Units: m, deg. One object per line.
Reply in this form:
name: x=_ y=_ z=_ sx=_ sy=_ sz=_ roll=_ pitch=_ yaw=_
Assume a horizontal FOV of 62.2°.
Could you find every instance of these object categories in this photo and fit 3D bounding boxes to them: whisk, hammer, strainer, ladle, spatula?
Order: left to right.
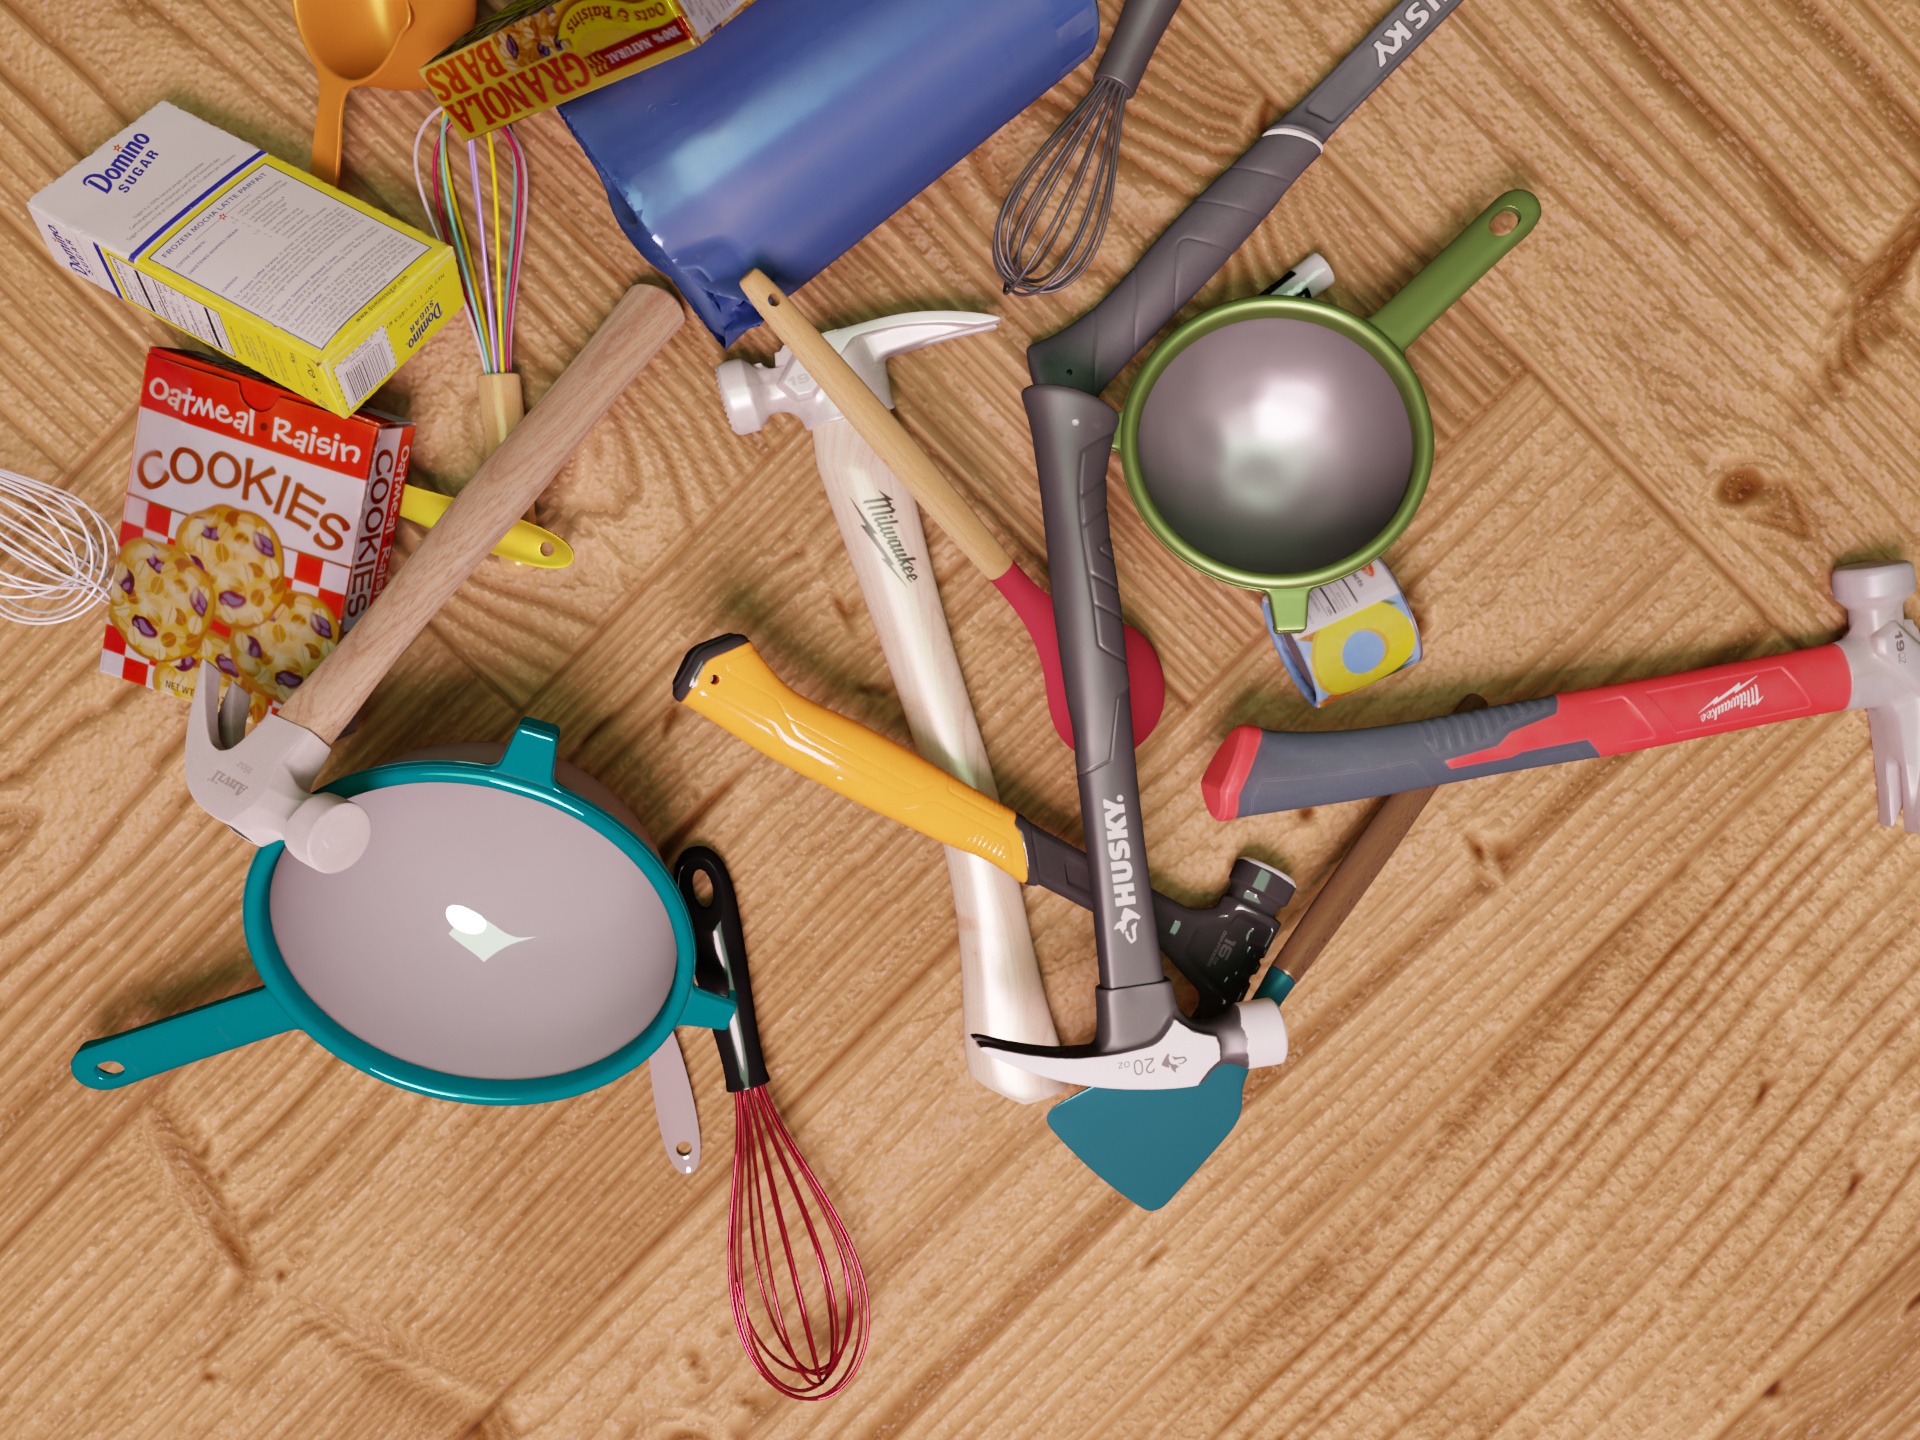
whisk: x=-0.544 y=-0.137 z=0.795 sx=0.284 sy=0.070 sz=0.070 roll=32 pitch=94 yaw=1
strainer: x=-0.290 y=0.105 z=0.802 sx=0.340 sy=0.095 sz=0.210 roll=-19 pitch=121 yaw=13
hammer: x=-0.236 y=-0.085 z=0.746 sx=0.130 sy=0.031 sz=0.331 roll=18 pitch=63 yaw=30
whisk: x=-0.238 y=-0.197 z=0.807 sx=0.047 sy=0.051 sz=0.245 roll=-1 pitch=100 yaw=20
whisk: x=-0.106 y=0.210 z=0.835 sx=0.073 sy=0.073 sz=0.296 roll=-14 pitch=88 yaw=0
hammer: x=-0.001 y=-0.003 z=0.826 sx=0.146 sy=0.038 sz=0.410 roll=-15 pitch=95 yaw=-1
ladle: x=0.004 y=-0.092 z=0.764 sx=0.069 sy=0.031 sz=0.315 roll=-48 pitch=115 yaw=-10
hammer: x=0.007 y=0.060 z=0.791 sx=0.336 sy=0.034 sz=0.127 roll=30 pitch=85 yaw=-16
hammer: x=0.062 y=0.008 z=0.751 sx=0.146 sy=0.035 sz=0.335 roll=-7 pitch=90 yaw=-7
whisk: x=0.077 y=-0.319 z=0.795 sx=0.055 sy=0.055 sz=0.239 roll=25 pitch=90 yaw=-3
spatula: x=0.173 y=0.107 z=0.813 sx=0.082 sy=0.044 sz=0.317 roll=43 pitch=76 yaw=-14
hammer: x=0.186 y=-0.303 z=0.804 sx=0.149 sy=0.036 sz=0.409 roll=44 pitch=93 yaw=-5
strainer: x=0.193 y=-0.167 z=0.802 sx=0.256 sy=0.069 sz=0.151 roll=-44 pitch=79 yaw=-6
hammer: x=0.313 y=0.018 z=0.808 sx=0.386 sy=0.038 sz=0.143 roll=-10 pitch=96 yaw=-8

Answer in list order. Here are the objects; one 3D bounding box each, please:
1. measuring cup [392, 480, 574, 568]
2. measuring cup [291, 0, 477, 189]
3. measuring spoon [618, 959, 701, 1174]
measuring cup: x=-0.265 y=-0.110 z=0.807 sx=0.156 sy=0.029 sz=0.062 roll=20 pitch=106 yaw=2
measuring cup: x=-0.288 y=-0.316 z=0.788 sx=0.095 sy=0.052 sz=0.173 roll=34 pitch=121 yaw=24
measuring spoon: x=-0.157 y=0.184 z=0.852 sx=0.034 sy=0.018 sz=0.124 roll=-10 pitch=102 yaw=-7
